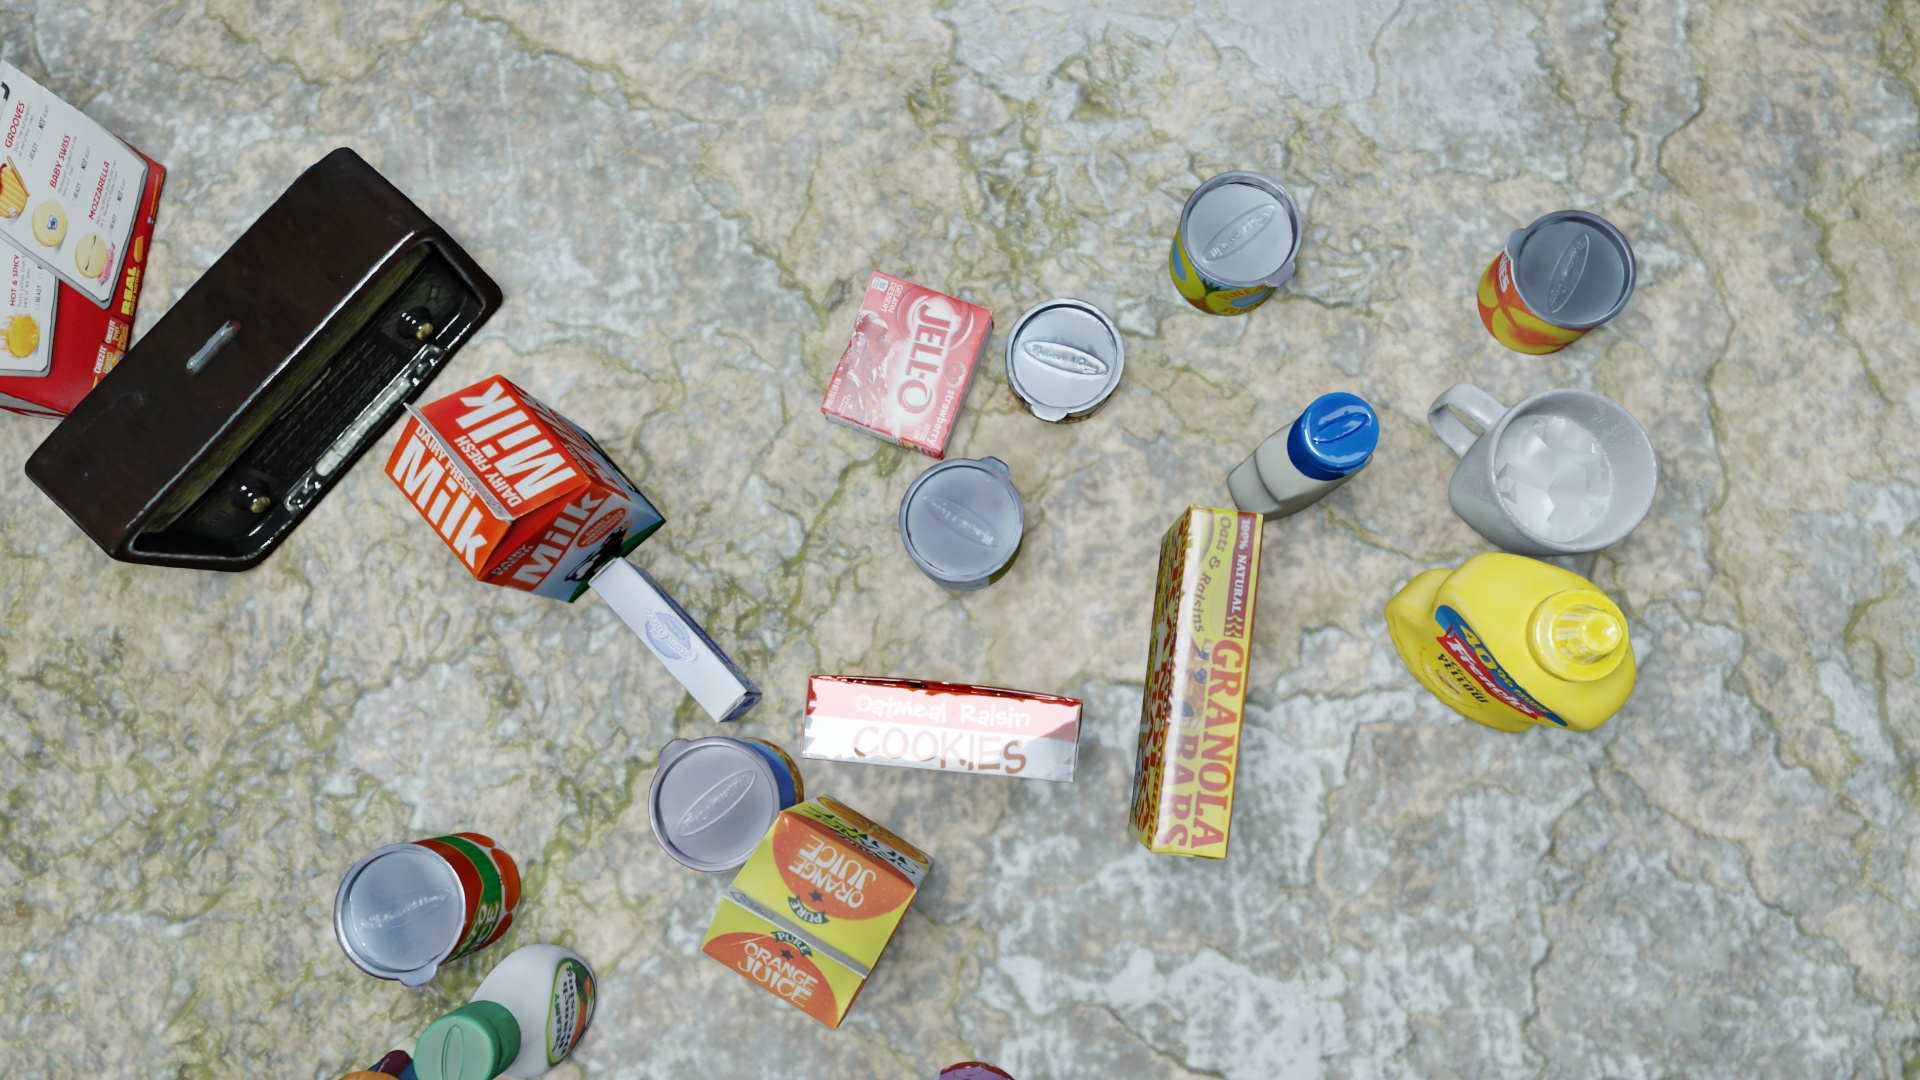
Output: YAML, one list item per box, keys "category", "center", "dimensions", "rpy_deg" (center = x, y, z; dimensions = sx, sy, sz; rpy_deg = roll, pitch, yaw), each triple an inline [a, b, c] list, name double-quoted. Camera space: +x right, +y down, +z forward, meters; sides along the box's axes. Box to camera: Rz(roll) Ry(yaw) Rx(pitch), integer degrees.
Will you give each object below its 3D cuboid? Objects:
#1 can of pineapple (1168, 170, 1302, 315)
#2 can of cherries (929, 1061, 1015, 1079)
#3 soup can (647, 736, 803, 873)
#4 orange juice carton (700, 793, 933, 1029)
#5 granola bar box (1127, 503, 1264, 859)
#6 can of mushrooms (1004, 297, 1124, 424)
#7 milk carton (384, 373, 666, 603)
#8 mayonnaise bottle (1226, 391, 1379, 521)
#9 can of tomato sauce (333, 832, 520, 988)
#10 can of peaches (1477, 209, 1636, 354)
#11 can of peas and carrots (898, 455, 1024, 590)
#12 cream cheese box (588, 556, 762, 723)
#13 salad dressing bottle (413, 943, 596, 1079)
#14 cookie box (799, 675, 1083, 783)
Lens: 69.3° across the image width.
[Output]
- category: "can of pineapple"
  center: [0.153, -0.162, 0.775]
  dimensions: [0.071, 0.058, 0.071]
  rpy_deg: [0, 82, 2]
- category: "can of cherries"
  center: [0.008, 0.309, 0.712]
  dimensions: [0.071, 0.058, 0.071]
  rpy_deg: [0, 82, 2]
- category: "soup can"
  center: [-0.122, 0.134, 0.729]
  dimensions: [0.071, 0.083, 0.071]
  rpy_deg: [0, 82, 2]
- category: "orange juice carton"
  center: [-0.065, 0.175, 0.666]
  dimensions: [0.072, 0.192, 0.073]
  rpy_deg: [30, 85, 6]
- category: "granola bar box"
  center: [0.119, 0.073, 0.709]
  dimensions: [0.039, 0.124, 0.165]
  rpy_deg: [7, 82, 3]
- category: "can of mushrooms"
  center: [0.057, -0.098, 0.781]
  dimensions: [0.071, 0.033, 0.071]
  rpy_deg: [0, 82, 2]
- category: "milk carton"
  center: [-0.219, -0.024, 0.701]
  dimensions: [0.073, 0.190, 0.072]
  rpy_deg: [-42, 83, -3]
- category: "mayonnaise bottle"
  center: [0.178, -0.042, 0.711]
  dimensions: [0.065, 0.148, 0.041]
  rpy_deg: [-24, 82, -1]
- category: "can of tomato sauce"
  center: [-0.275, 0.190, 0.726]
  dimensions: [0.071, 0.083, 0.071]
  rpy_deg: [0, 82, 2]
- category: "can of peaches"
  center: [0.325, -0.142, 0.766]
  dimensions: [0.071, 0.058, 0.071]
  rpy_deg: [0, 82, 2]
- category: "can of peas and carrots"
  center: [0.003, -0.009, 0.757]
  dimensions: [0.071, 0.058, 0.071]
  rpy_deg: [0, 82, 2]
- category: "cream cheese box"
  center: [-0.153, 0.055, 0.756]
  dimensions: [0.024, 0.053, 0.104]
  rpy_deg: [-44, 83, -4]
- category: "salad dressing bottle"
  center: [-0.222, 0.238, 0.685]
  dimensions: [0.044, 0.147, 0.064]
  rpy_deg: [2, 83, 2]
- category: "cookie box"
  center: [-0.006, 0.092, 0.688]
  dimensions: [0.123, 0.167, 0.040]
  rpy_deg: [4, 83, 3]
